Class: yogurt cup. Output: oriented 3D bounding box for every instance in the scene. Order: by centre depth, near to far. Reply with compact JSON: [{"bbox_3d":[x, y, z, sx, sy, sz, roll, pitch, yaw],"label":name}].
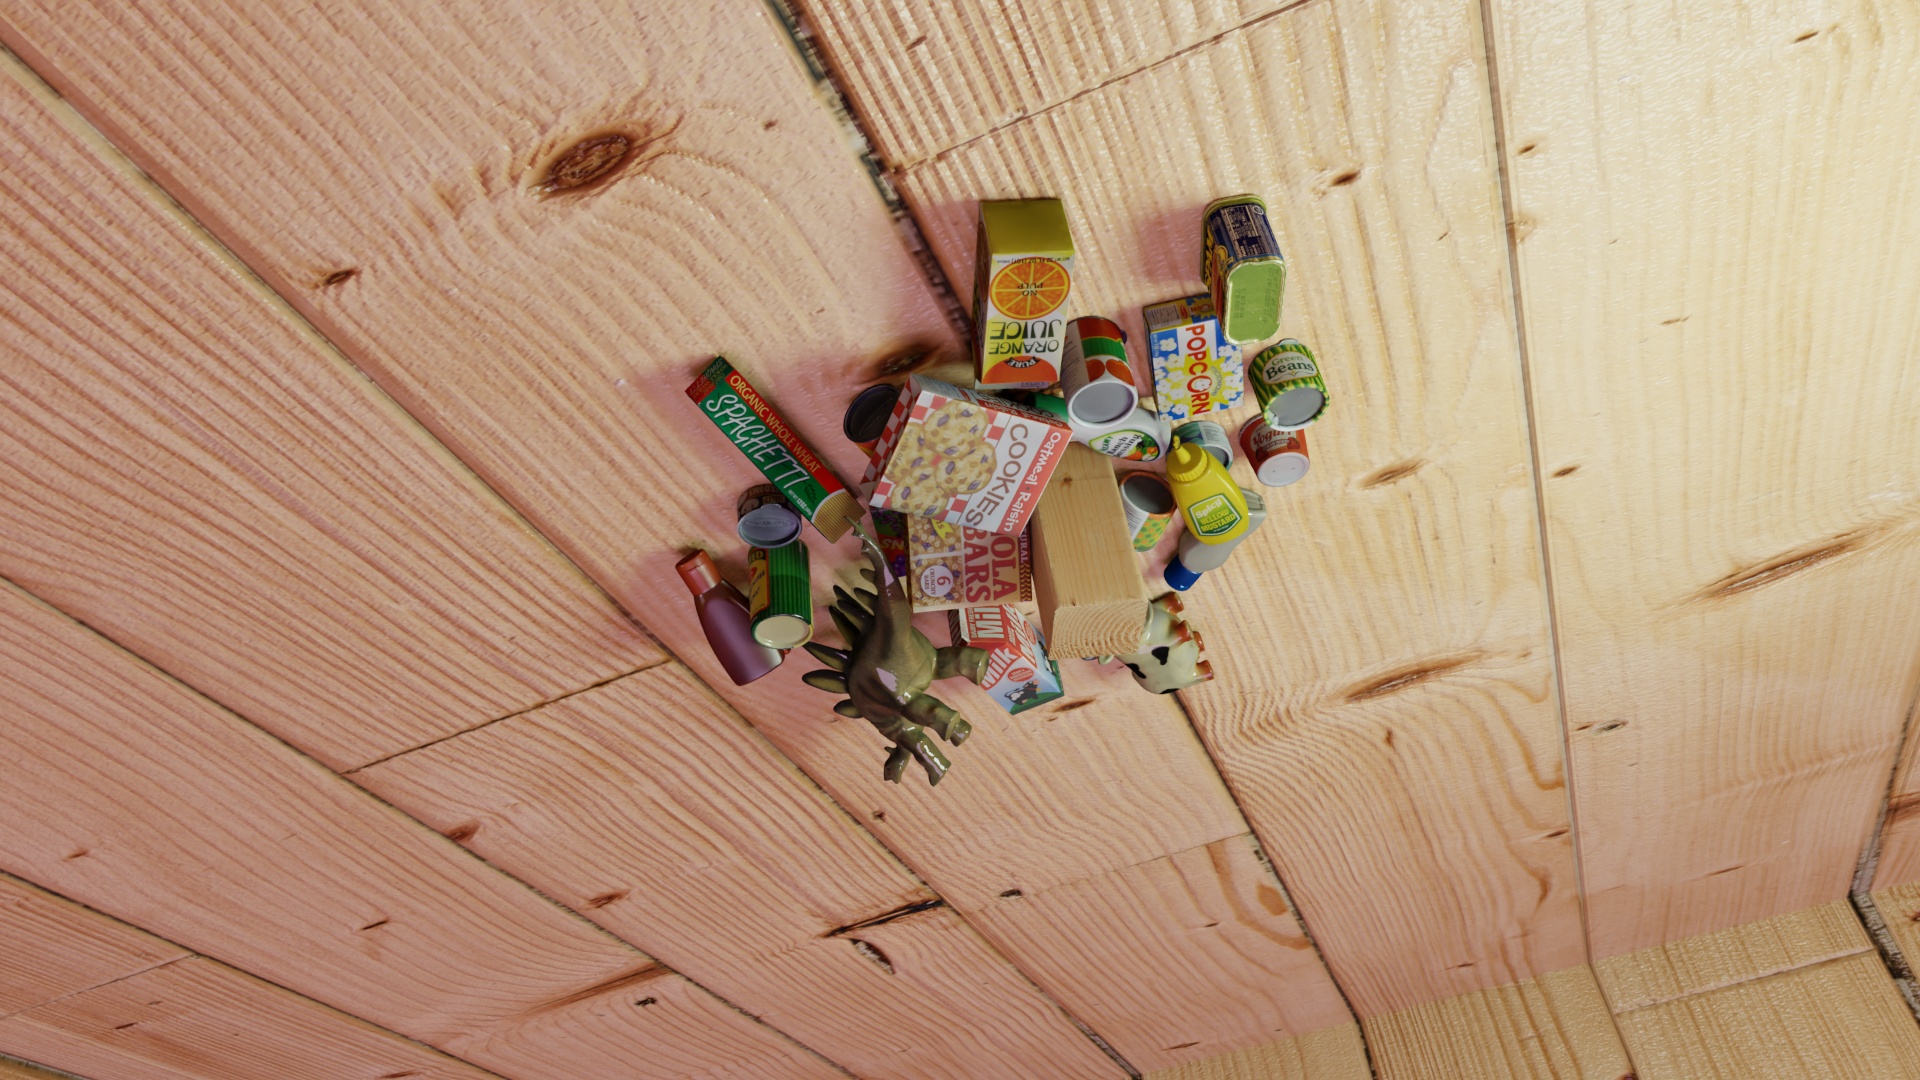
[{"bbox_3d":[0.324,-0.092,1.422,0.072,0.054,0.072,-5,142,-4],"label":"yogurt cup"}]

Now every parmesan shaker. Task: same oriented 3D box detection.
[{"bbox_3d":[-0.189,0.053,1.461,0.071,0.103,0.071,-5,141,-4],"label":"parmesan shaker"}]

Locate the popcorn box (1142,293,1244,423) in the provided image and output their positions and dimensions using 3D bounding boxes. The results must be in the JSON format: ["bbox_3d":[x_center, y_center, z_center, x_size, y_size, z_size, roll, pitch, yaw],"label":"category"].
[{"bbox_3d":[0.221,-0.173,1.313,0.085,0.038,0.126,-12,141,4],"label":"popcorn box"}]

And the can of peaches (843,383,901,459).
[{"bbox_3d":[-0.067,-0.104,1.316,0.071,0.071,0.058,-25,140,19],"label":"can of peaches"}]

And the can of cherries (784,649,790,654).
[{"bbox_3d":[-0.223,0.098,1.544,0.058,0.072,0.071,-11,141,2],"label":"can of cherries"}]

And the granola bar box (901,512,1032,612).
[{"bbox_3d":[0.005,-0.017,1.384,0.124,0.039,0.165,-5,101,-11],"label":"granola bar box"}]

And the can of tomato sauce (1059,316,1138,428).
[{"bbox_3d":[0.126,-0.154,1.281,0.071,0.083,0.070,-5,141,-4],"label":"can of tomato sauce"}]

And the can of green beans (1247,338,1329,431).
[{"bbox_3d":[0.318,-0.148,1.347,0.071,0.058,0.071,-6,141,-4],"label":"can of green beans"}]

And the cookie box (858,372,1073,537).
[{"bbox_3d":[0.006,-0.077,1.292,0.167,0.040,0.122,12,117,-30],"label":"cookie box"}]

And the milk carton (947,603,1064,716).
[{"bbox_3d":[0.045,0.126,1.623,0.073,0.073,0.190,-24,139,19],"label":"milk carton"}]

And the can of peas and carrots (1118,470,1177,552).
[{"bbox_3d":[0.190,-0.032,1.462,0.071,0.071,0.058,5,139,-17],"label":"can of peas and carrots"}]

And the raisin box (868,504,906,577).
[{"bbox_3d":[-0.045,-0.016,1.456,0.086,0.040,0.122,-10,142,0],"label":"raisin box"}]

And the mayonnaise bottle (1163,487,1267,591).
[{"bbox_3d":[0.275,0.000,1.538,0.065,0.041,0.147,11,138,-21],"label":"mayonnaise bottle"}]

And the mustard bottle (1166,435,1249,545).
[{"bbox_3d":[0.241,-0.055,1.399,0.065,0.049,0.159,-25,139,16],"label":"mustard bottle"}]

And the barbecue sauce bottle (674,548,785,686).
[{"bbox_3d":[-0.249,0.080,1.476,0.065,0.044,0.148,-29,105,3],"label":"barbecue sauce bottle"}]

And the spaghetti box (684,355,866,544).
[{"bbox_3d":[-0.174,-0.082,1.341,0.050,0.029,0.249,-45,138,-5],"label":"spaghetti box"}]

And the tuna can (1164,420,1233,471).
[{"bbox_3d":[0.243,-0.087,1.428,0.071,0.033,0.070,-6,141,-5],"label":"tuna can"}]

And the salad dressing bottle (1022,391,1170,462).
[{"bbox_3d":[0.132,-0.113,1.364,0.148,0.044,0.064,11,151,-20],"label":"salad dressing bottle"}]

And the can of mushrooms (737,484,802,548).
[{"bbox_3d":[-0.195,-0.026,1.418,0.071,0.033,0.070,-5,141,-4],"label":"can of mushrooms"}]

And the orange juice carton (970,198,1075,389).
[{"bbox_3d":[0.051,-0.201,1.217,0.072,0.073,0.191,-4,142,-6],"label":"orange juice carton"}]
